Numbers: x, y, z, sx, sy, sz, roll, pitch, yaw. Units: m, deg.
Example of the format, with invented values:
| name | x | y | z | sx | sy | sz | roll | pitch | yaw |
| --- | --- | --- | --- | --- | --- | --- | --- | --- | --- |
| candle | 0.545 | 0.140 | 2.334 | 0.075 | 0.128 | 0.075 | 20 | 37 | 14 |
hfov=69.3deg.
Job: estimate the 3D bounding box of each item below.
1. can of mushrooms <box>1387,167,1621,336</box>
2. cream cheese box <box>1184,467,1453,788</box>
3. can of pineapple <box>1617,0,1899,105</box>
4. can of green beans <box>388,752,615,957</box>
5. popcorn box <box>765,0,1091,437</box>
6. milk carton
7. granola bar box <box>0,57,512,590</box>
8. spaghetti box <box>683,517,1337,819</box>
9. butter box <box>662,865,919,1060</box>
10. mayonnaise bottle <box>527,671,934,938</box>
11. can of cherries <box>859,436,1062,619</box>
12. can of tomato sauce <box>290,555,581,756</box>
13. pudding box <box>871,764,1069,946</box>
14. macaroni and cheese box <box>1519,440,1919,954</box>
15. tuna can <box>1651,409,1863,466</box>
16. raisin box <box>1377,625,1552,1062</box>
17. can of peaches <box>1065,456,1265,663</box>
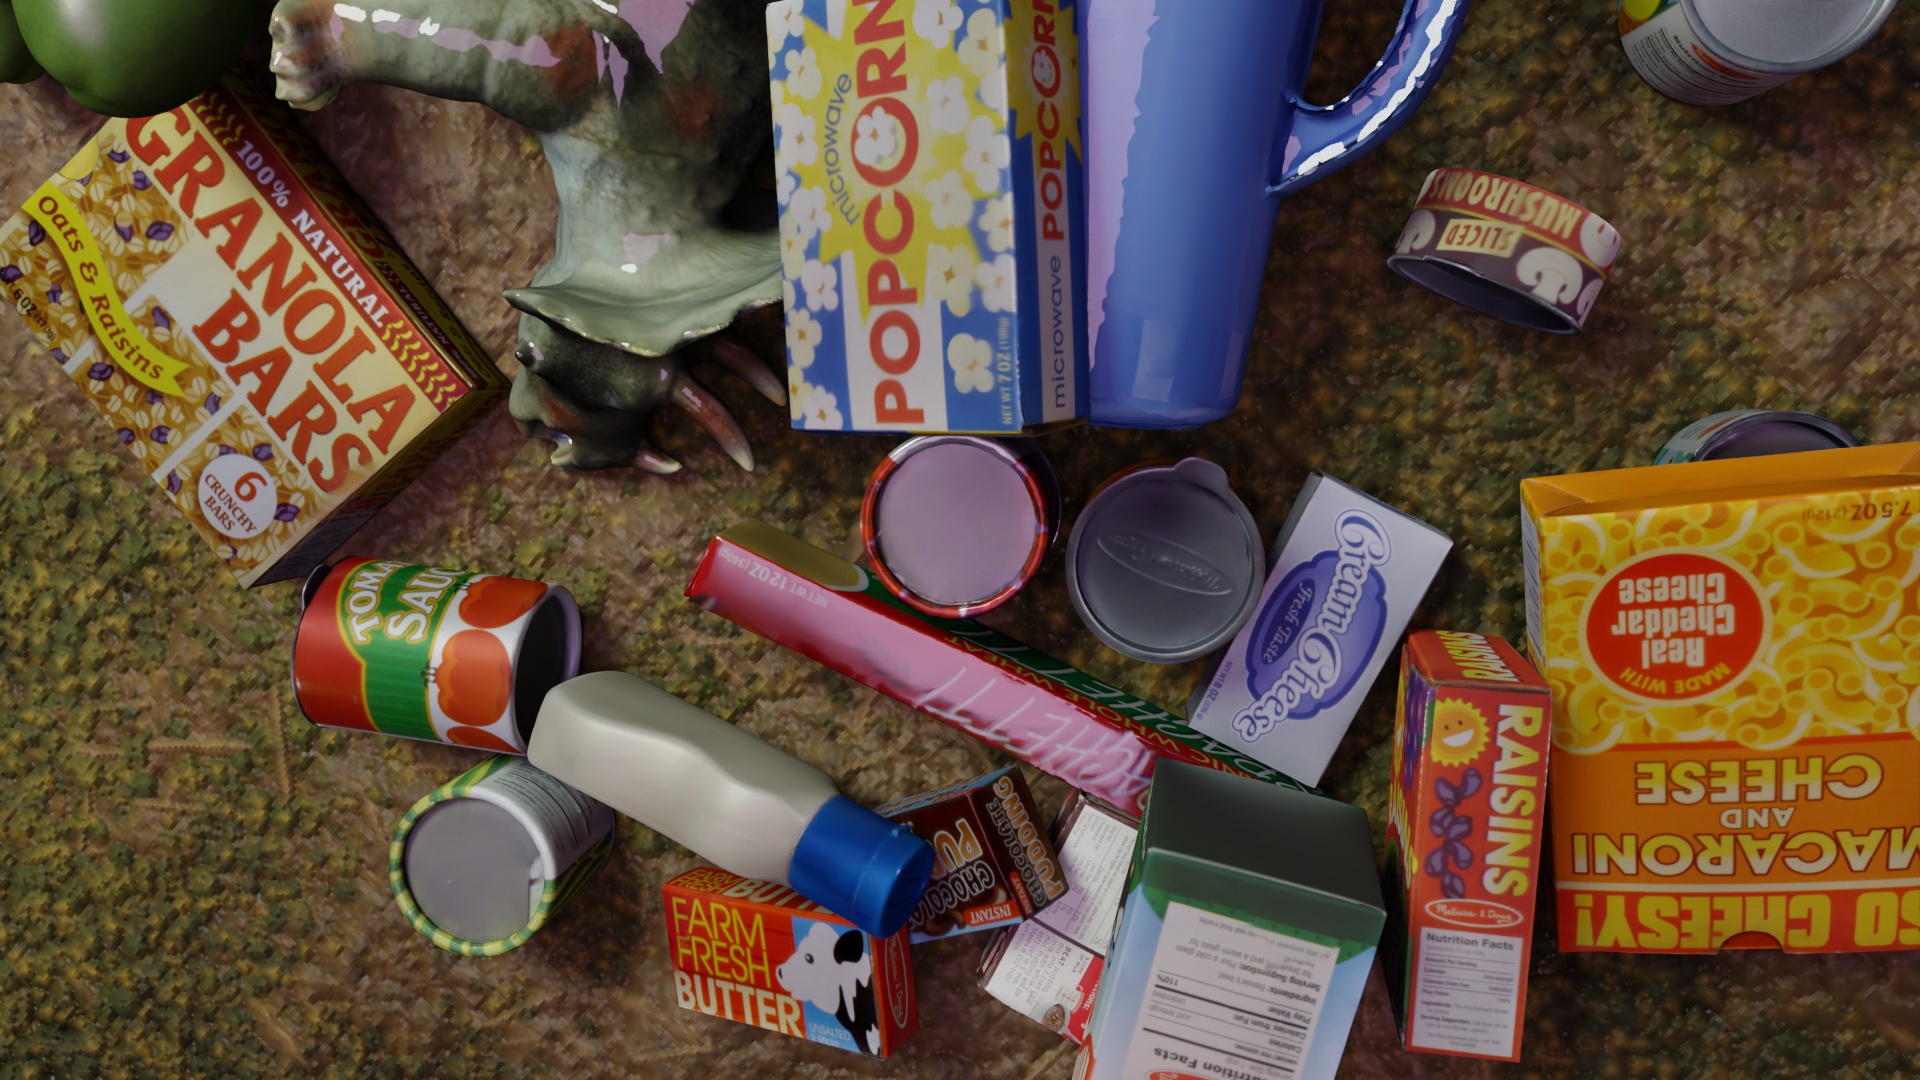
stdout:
| name | x | y | z | sx | sy | sz | roll | pitch | yaw |
| --- | --- | --- | --- | --- | --- | --- | --- | --- | --- |
| can of mushrooms | 0.178 | -0.095 | 0.457 | 0.071 | 0.071 | 0.033 | 24 | 98 | 4 |
| cream cheese box | 0.128 | 0.032 | 0.503 | 0.053 | 0.024 | 0.103 | 26 | 100 | 2 |
| can of pineapple | 0.254 | -0.178 | 0.443 | 0.071 | 0.058 | 0.071 | 1 | 98 | 7 |
| can of green beans | -0.175 | 0.118 | 0.535 | 0.071 | 0.058 | 0.071 | 1 | 97 | 7 |
| popcorn box | -0.009 | -0.093 | 0.395 | 0.085 | 0.038 | 0.126 | 4 | 100 | 37 |
| milk carton | 0.076 | 0.178 | 0.461 | 0.073 | 0.072 | 0.190 | 14 | 106 | 7 |
| granola bar box | -0.274 | -0.083 | 0.532 | 0.124 | 0.039 | 0.165 | -39 | 91 | 10 |
| spaghetti box | 0.022 | 0.058 | 0.506 | 0.250 | 0.050 | 0.028 | 25 | 101 | 3 |
| butter box | -0.066 | 0.156 | 0.522 | 0.103 | 0.024 | 0.053 | 0 | 100 | 33 |
| mayonnaise bottle | -0.081 | 0.093 | 0.498 | 0.148 | 0.065 | 0.041 | 23 | 97 | 23 |
| can of cherries | 0.002 | -0.006 | 0.496 | 0.071 | 0.058 | 0.071 | 1 | 97 | 7 |
| can of tomato sauce | -0.195 | 0.042 | 0.523 | 0.083 | 0.071 | 0.071 | 7 | 98 | 6 |
| pudding box | -0.005 | 0.117 | 0.505 | 0.083 | 0.030 | 0.049 | -26 | 86 | 45 |
| macaroni and cheese box | 0.254 | 0.057 | 0.455 | 0.124 | 0.040 | 0.165 | -6 | 110 | 16 |
| tuna can | 0.273 | -0.010 | 0.474 | 0.071 | 0.033 | 0.071 | 1 | 97 | 7 |
| raisin box | 0.169 | 0.098 | 0.474 | 0.040 | 0.086 | 0.123 | 4 | 98 | 12 |
| can of peaches | 0.073 | 0.003 | 0.489 | 0.071 | 0.058 | 0.071 | 1 | 97 | 8 |
